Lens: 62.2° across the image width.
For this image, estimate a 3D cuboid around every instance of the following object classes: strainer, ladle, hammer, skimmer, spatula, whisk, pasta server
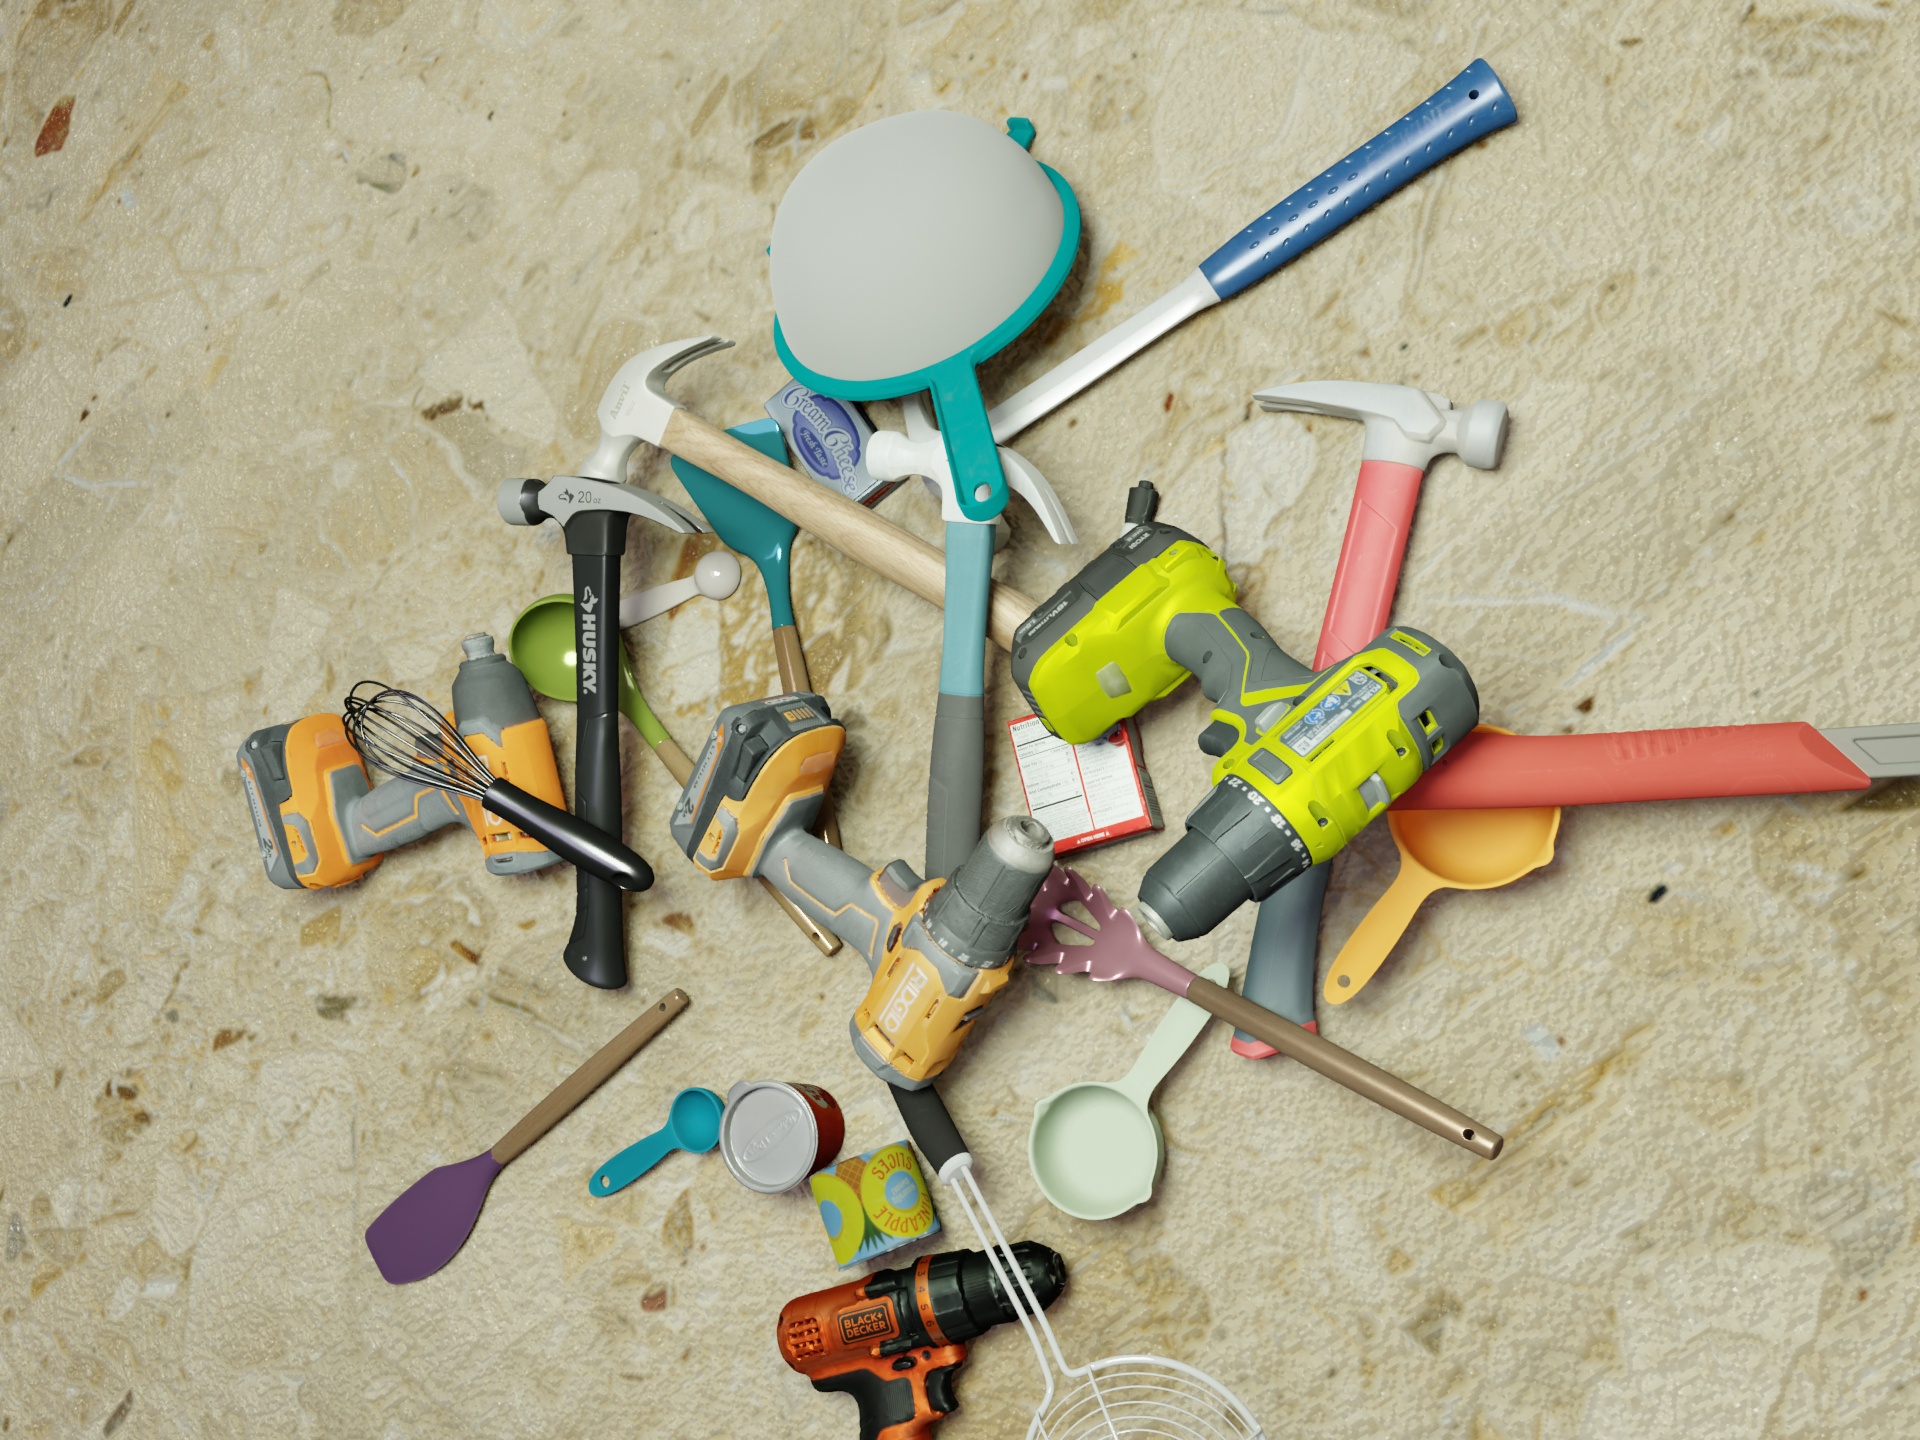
[{"bbox_3d":[-0.029,-0.256,0.930,0.211,0.095,0.341,-23,48,12],"label":"strainer"},{"bbox_3d":[-0.189,0.036,1.053,0.320,0.062,0.078,47,114,18],"label":"ladle"},{"bbox_3d":[-0.002,-0.003,0.950,0.128,0.033,0.331,7,99,23],"label":"hammer"},{"bbox_3d":[0.040,0.304,0.885,0.127,0.090,0.364,-46,44,11],"label":"skimmer"},{"bbox_3d":[0.196,-0.002,0.904,0.143,0.038,0.386,13,88,25],"label":"hammer"},{"bbox_3d":[-0.231,0.010,1.033,0.146,0.035,0.334,5,99,23],"label":"hammer"},{"bbox_3d":[-0.117,-0.037,1.038,0.082,0.044,0.318,-17,78,16],"label":"spatula"},{"bbox_3d":[-0.297,0.044,1.017,0.239,0.055,0.055,29,95,7],"label":"whisk"},{"bbox_3d":[0.145,0.156,0.865,0.316,0.040,0.060,24,88,40],"label":"pasta server"},{"bbox_3d":[0.391,0.029,0.782,0.359,0.036,0.149,-4,78,10],"label":"hammer"},{"bbox_3d":[-0.296,0.283,1.084,0.316,0.018,0.060,-42,70,14],"label":"spatula"},{"bbox_3d":[0.139,-0.264,0.965,0.405,0.035,0.144,-32,72,16],"label":"hammer"},{"bbox_3d":[-0.090,-0.136,1.002,0.331,0.031,0.130,30,106,15],"label":"hammer"}]

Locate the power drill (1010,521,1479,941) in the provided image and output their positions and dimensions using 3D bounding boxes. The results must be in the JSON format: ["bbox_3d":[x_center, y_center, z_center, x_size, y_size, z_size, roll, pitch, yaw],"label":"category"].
[{"bbox_3d":[0.125,0.000,0.829,0.190,0.080,0.229,-40,40,-6],"label":"power drill"}]

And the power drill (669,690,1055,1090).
[{"bbox_3d":[-0.054,0.077,0.925,0.226,0.084,0.185,44,123,23],"label":"power drill"}]

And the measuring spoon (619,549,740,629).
[{"bbox_3d":[-0.208,-0.086,1.096,0.124,0.018,0.034,-20,76,20],"label":"measuring spoon"}]

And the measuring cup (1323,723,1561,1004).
[{"bbox_3d":[0.254,0.082,0.862,0.095,0.052,0.173,37,100,23],"label":"measuring cup"}]

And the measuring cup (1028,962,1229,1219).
[{"bbox_3d":[0.107,0.210,0.917,0.083,0.038,0.167,36,90,24],"label":"measuring cup"}]

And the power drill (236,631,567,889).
[{"bbox_3d":[-0.384,0.032,1.105,0.226,0.084,0.164,-8,98,20],"label":"power drill"}]

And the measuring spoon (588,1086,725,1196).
[{"bbox_3d":[-0.197,0.281,1.047,0.128,0.021,0.042,-36,71,24],"label":"measuring spoon"}]
